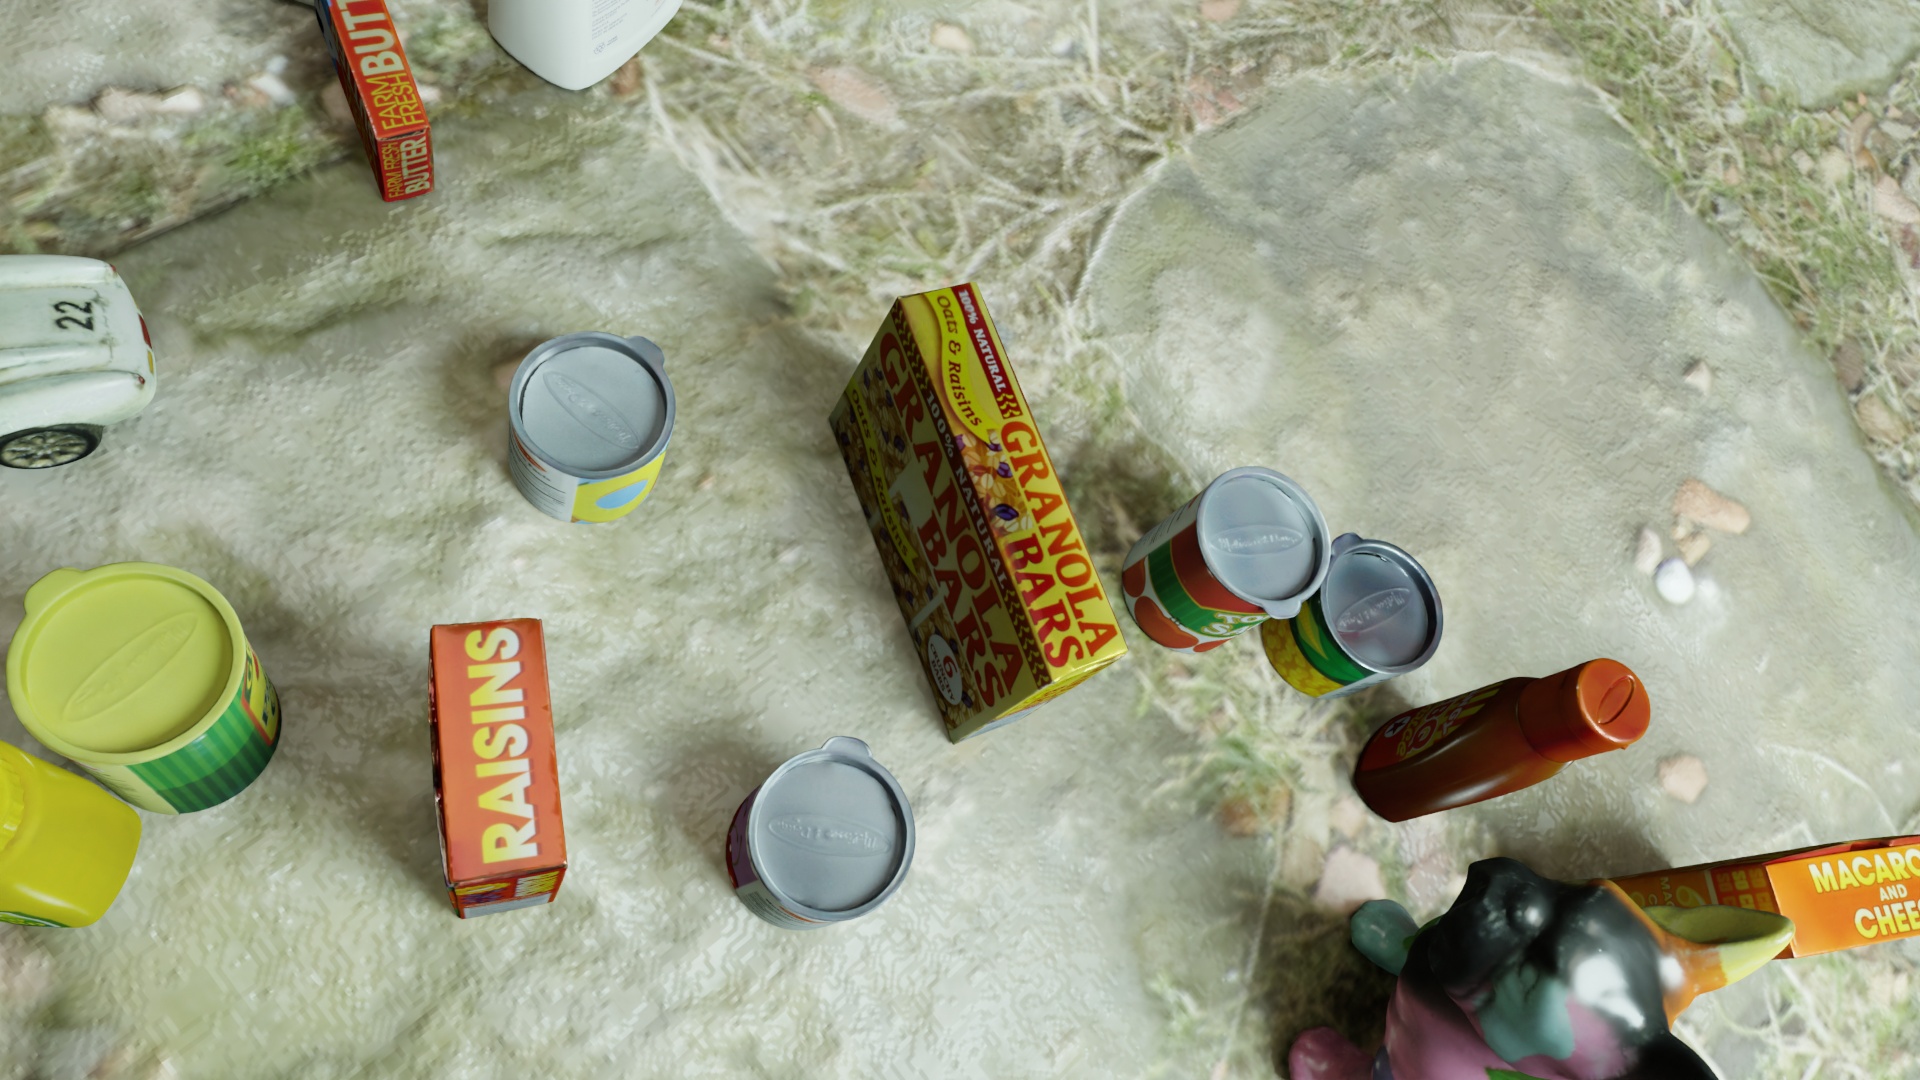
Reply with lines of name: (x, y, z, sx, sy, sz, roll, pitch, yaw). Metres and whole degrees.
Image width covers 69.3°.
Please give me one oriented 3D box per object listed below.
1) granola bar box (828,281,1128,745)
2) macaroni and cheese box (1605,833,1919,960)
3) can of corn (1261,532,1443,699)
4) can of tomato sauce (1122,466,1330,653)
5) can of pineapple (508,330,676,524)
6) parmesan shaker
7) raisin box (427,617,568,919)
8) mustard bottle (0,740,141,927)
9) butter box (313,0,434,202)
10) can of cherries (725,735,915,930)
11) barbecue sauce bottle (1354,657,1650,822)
granola bar box: (0.002, -0.007, 0.591, 0.039, 0.123, 0.166, -16, 77, -23)
macaroni and cheese box: (0.341, 0.163, 0.620, 0.124, 0.165, 0.040, -2, 72, -20)
can of corn: (0.187, 0.037, 0.674, 0.071, 0.058, 0.071, 6, 69, -17)
can of tomato sauce: (0.122, 0.013, 0.647, 0.071, 0.082, 0.071, 6, 69, -17)
can of pineapple: (-0.155, -0.047, 0.588, 0.071, 0.057, 0.071, 6, 69, -17)
parmesan shaker: (-0.280, 0.052, 0.483, 0.071, 0.102, 0.071, 6, 69, -17)
raisin box: (-0.167, 0.085, 0.498, 0.040, 0.123, 0.086, -4, 72, -20)
mustard bottle: (-0.303, 0.089, 0.429, 0.065, 0.159, 0.049, 17, 66, -12)
butter box: (-0.260, -0.208, 0.615, 0.024, 0.053, 0.103, -18, 77, -24)
can of cherries: (-0.057, 0.119, 0.560, 0.071, 0.058, 0.072, 6, 69, -17)
barbecue sauce bottle: (0.241, 0.089, 0.623, 0.065, 0.148, 0.043, -40, 87, -26)
